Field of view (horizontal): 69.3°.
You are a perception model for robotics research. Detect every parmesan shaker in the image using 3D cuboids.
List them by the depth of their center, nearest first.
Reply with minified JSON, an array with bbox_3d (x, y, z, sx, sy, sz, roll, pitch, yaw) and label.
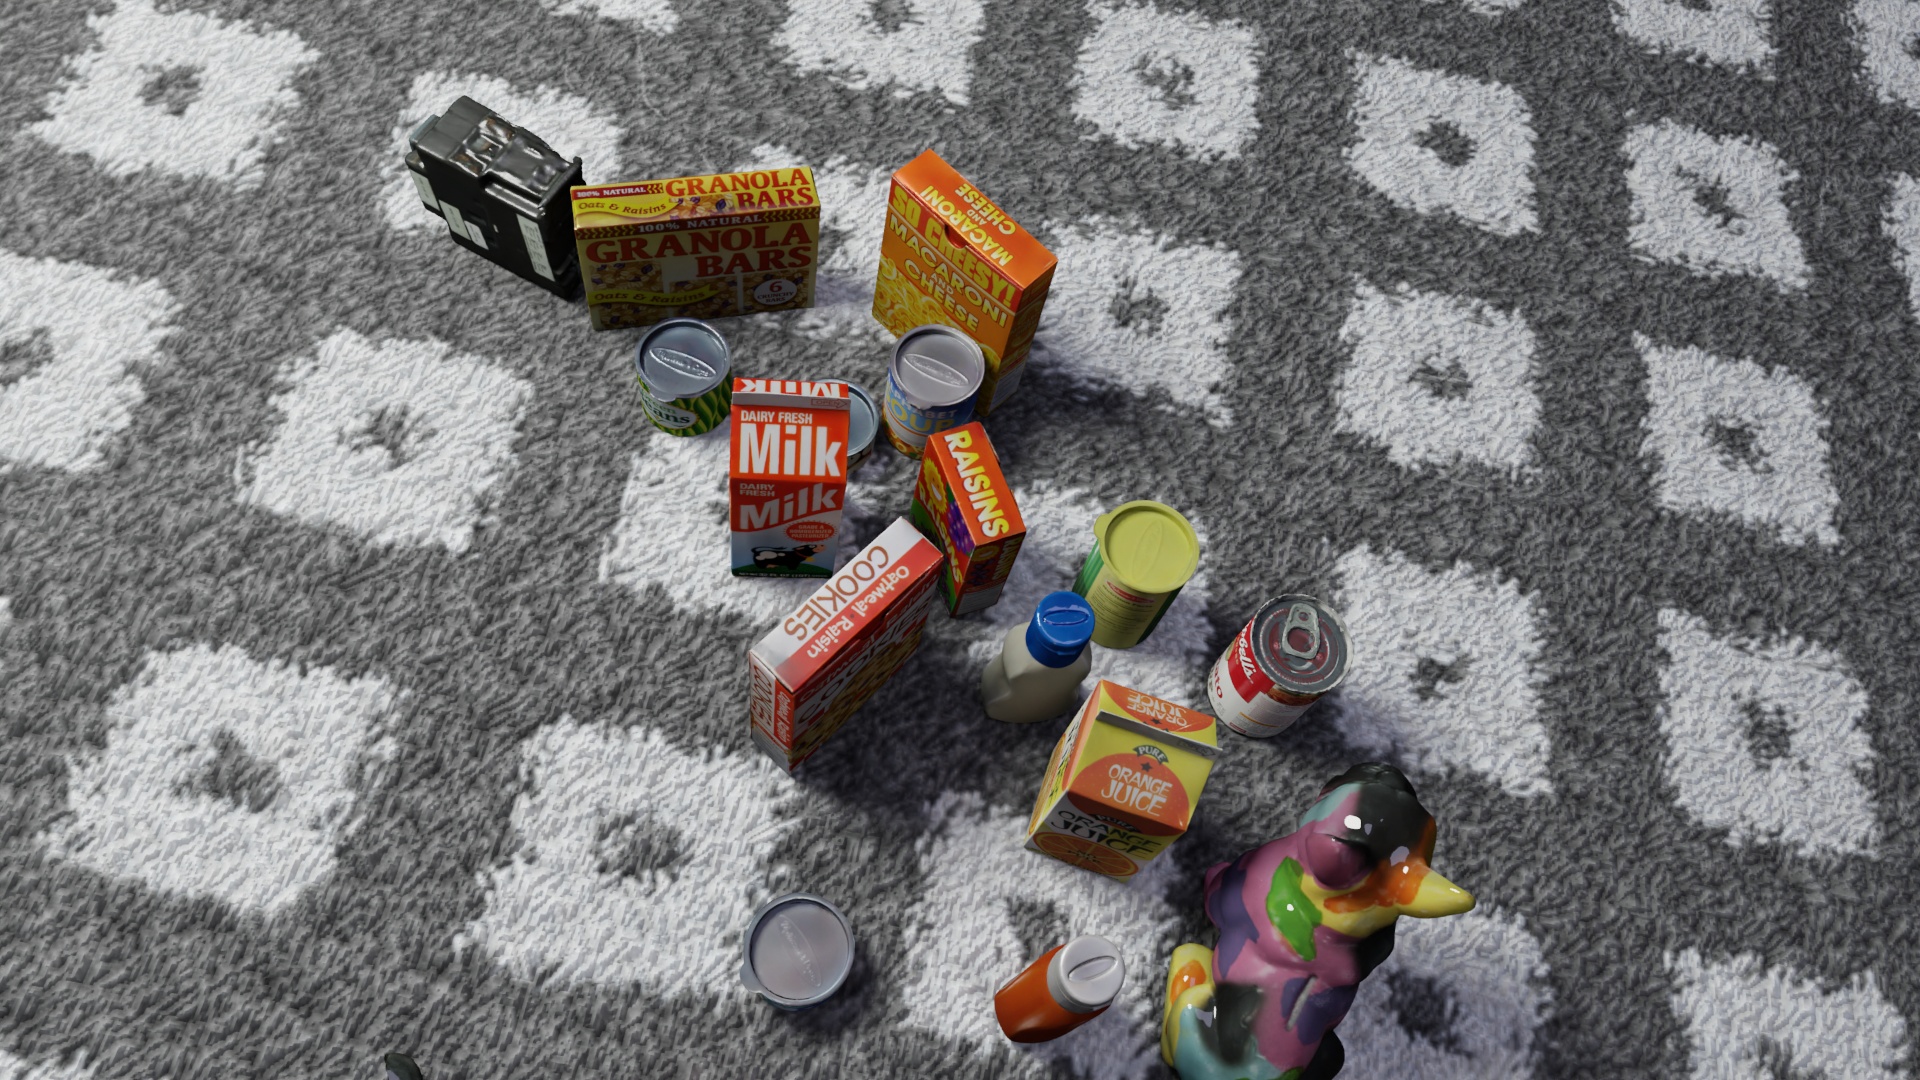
[{"bbox_3d":[0.113,0.023,0.940,0.071,0.102,0.071,3,65,-7],"label":"parmesan shaker"}]

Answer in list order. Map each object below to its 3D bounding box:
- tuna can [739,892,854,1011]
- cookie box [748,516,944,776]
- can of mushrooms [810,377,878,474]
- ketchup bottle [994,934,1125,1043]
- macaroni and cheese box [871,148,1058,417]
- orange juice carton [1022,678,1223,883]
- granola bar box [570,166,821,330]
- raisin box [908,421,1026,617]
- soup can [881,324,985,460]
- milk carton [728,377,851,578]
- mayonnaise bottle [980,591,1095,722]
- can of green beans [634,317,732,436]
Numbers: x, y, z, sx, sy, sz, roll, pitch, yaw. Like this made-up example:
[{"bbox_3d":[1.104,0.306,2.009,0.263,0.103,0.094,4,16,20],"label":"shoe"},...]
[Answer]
[{"bbox_3d":[-0.100,0.250,0.839,0.071,0.032,0.071,3,64,-7],"label":"tuna can"},{"bbox_3d":[-0.072,0.069,0.855,0.040,0.166,0.123,42,66,11],"label":"cookie box"},{"bbox_3d":[-0.095,-0.080,0.998,0.071,0.033,0.071,3,64,-7],"label":"can of mushrooms"},{"bbox_3d":[0.061,0.257,0.796,0.065,0.148,0.043,-16,68,-15],"label":"ketchup bottle"},{"bbox_3d":[-0.002,-0.177,0.984,0.124,0.165,0.040,43,67,12],"label":"macaroni and cheese box"},{"bbox_3d":[0.096,0.142,0.831,0.072,0.191,0.073,20,64,1],"label":"orange juice carton"},{"bbox_3d":[-0.187,-0.208,0.995,0.166,0.123,0.039,-8,67,-12],"label":"granola bar box"},{"bbox_3d":[0.003,-0.012,0.930,0.040,0.123,0.086,-16,68,-15],"label":"raisin box"},{"bbox_3d":[-0.022,-0.102,0.991,0.071,0.083,0.071,3,65,-7],"label":"soup can"},{"bbox_3d":[-0.111,-0.045,0.891,0.072,0.189,0.074,2,65,-8],"label":"milk carton"},{"bbox_3d":[0.053,0.076,0.881,0.065,0.147,0.041,-2,66,-9],"label":"mayonnaise bottle"},{"bbox_3d":[-0.196,-0.115,0.986,0.071,0.057,0.071,3,64,-7],"label":"can of green beans"}]
